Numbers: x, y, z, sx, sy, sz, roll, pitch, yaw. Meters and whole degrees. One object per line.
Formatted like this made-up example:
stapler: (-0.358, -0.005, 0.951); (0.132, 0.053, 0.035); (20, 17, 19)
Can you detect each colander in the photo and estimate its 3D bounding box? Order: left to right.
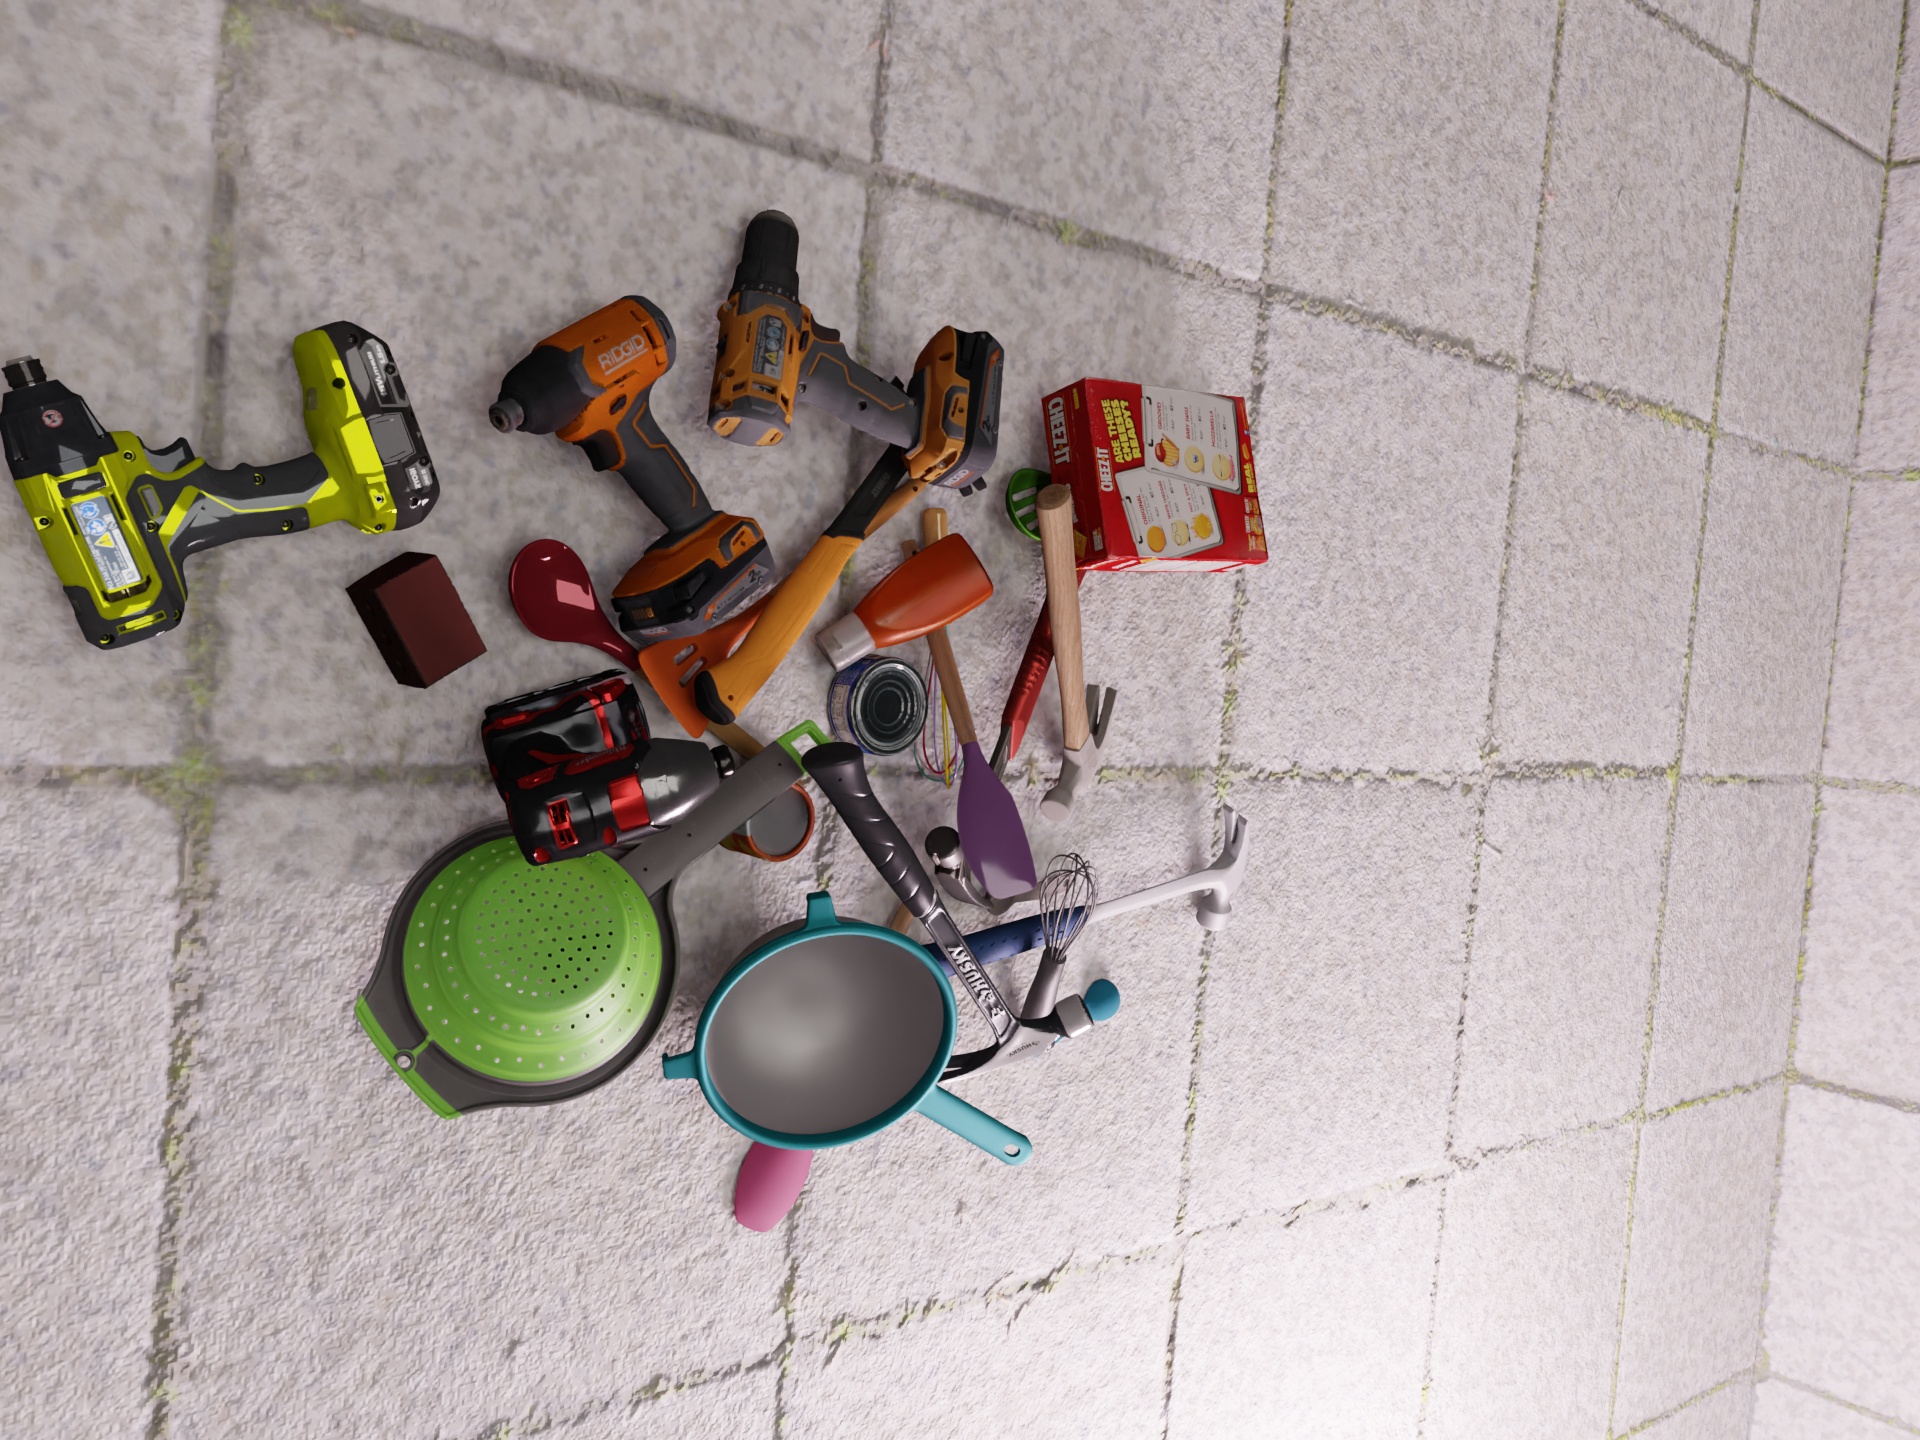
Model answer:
colander: (-0.232, 0.108, 1.125); (0.397, 0.094, 0.204); (-40, 86, -28)

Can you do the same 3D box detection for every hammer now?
hammer: (-0.101, -0.124, 1.270); (0.127, 0.034, 0.337); (46, 59, -22)
hammer: (-0.026, 0.165, 1.322); (0.149, 0.036, 0.408); (-27, 127, 4)
hammer: (0.057, -0.012, 1.433); (0.149, 0.037, 0.359); (61, 47, -62)
hammer: (0.096, -0.066, 1.403); (0.130, 0.031, 0.331); (-57, 150, -39)
hammer: (0.124, 0.179, 1.512); (0.405, 0.035, 0.144); (-12, 126, -35)

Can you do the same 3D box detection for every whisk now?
whisk: (-0.018, -0.062, 1.385); (0.047, 0.051, 0.245); (-8, 97, -58)
whisk: (0.082, 0.213, 1.443); (0.055, 0.055, 0.238); (-20, 136, -37)

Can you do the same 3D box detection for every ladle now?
ladle: (-0.227, -0.031, 1.218); (0.315, 0.031, 0.069); (42, 62, -37)

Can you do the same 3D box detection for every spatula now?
spatula: (-0.131, -0.109, 1.280); (0.323, 0.041, 0.081); (-43, 112, -29)
spatula: (-0.002, -0.004, 1.337); (0.059, 0.018, 0.316); (-12, 79, -23)

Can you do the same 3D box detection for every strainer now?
strainer: (-0.071, 0.268, 1.315); (0.340, 0.095, 0.211); (38, 99, -29)

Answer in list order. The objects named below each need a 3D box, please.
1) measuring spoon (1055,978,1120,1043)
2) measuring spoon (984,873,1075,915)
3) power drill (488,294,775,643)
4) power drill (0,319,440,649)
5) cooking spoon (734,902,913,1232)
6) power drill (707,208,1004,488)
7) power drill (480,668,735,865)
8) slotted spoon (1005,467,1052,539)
measuring spoon: (0.113, 0.294, 1.544); (0.128, 0.021, 0.042); (-29, 113, -35)
measuring spoon: (0.065, 0.158, 1.496); (0.124, 0.018, 0.034); (-6, 118, -46)
power drill: (-0.238, -0.172, 1.139); (0.164, 0.084, 0.226); (-47, 121, -45)
power drill: (-0.455, -0.162, 0.981); (0.223, 0.080, 0.171); (-27, 112, -31)
cooking spoon: (-0.106, 0.285, 1.362); (0.068, 0.017, 0.319); (37, 73, -36)
power drill: (-0.081, -0.289, 1.248); (0.226, 0.084, 0.185); (11, 74, -25)
power drill: (-0.243, 0.030, 1.073); (0.143, 0.220, 0.078); (-18, 108, -19)
slotted spoon: (0.150, -0.240, 1.507); (0.314, 0.031, 0.070); (-29, 94, -36)
